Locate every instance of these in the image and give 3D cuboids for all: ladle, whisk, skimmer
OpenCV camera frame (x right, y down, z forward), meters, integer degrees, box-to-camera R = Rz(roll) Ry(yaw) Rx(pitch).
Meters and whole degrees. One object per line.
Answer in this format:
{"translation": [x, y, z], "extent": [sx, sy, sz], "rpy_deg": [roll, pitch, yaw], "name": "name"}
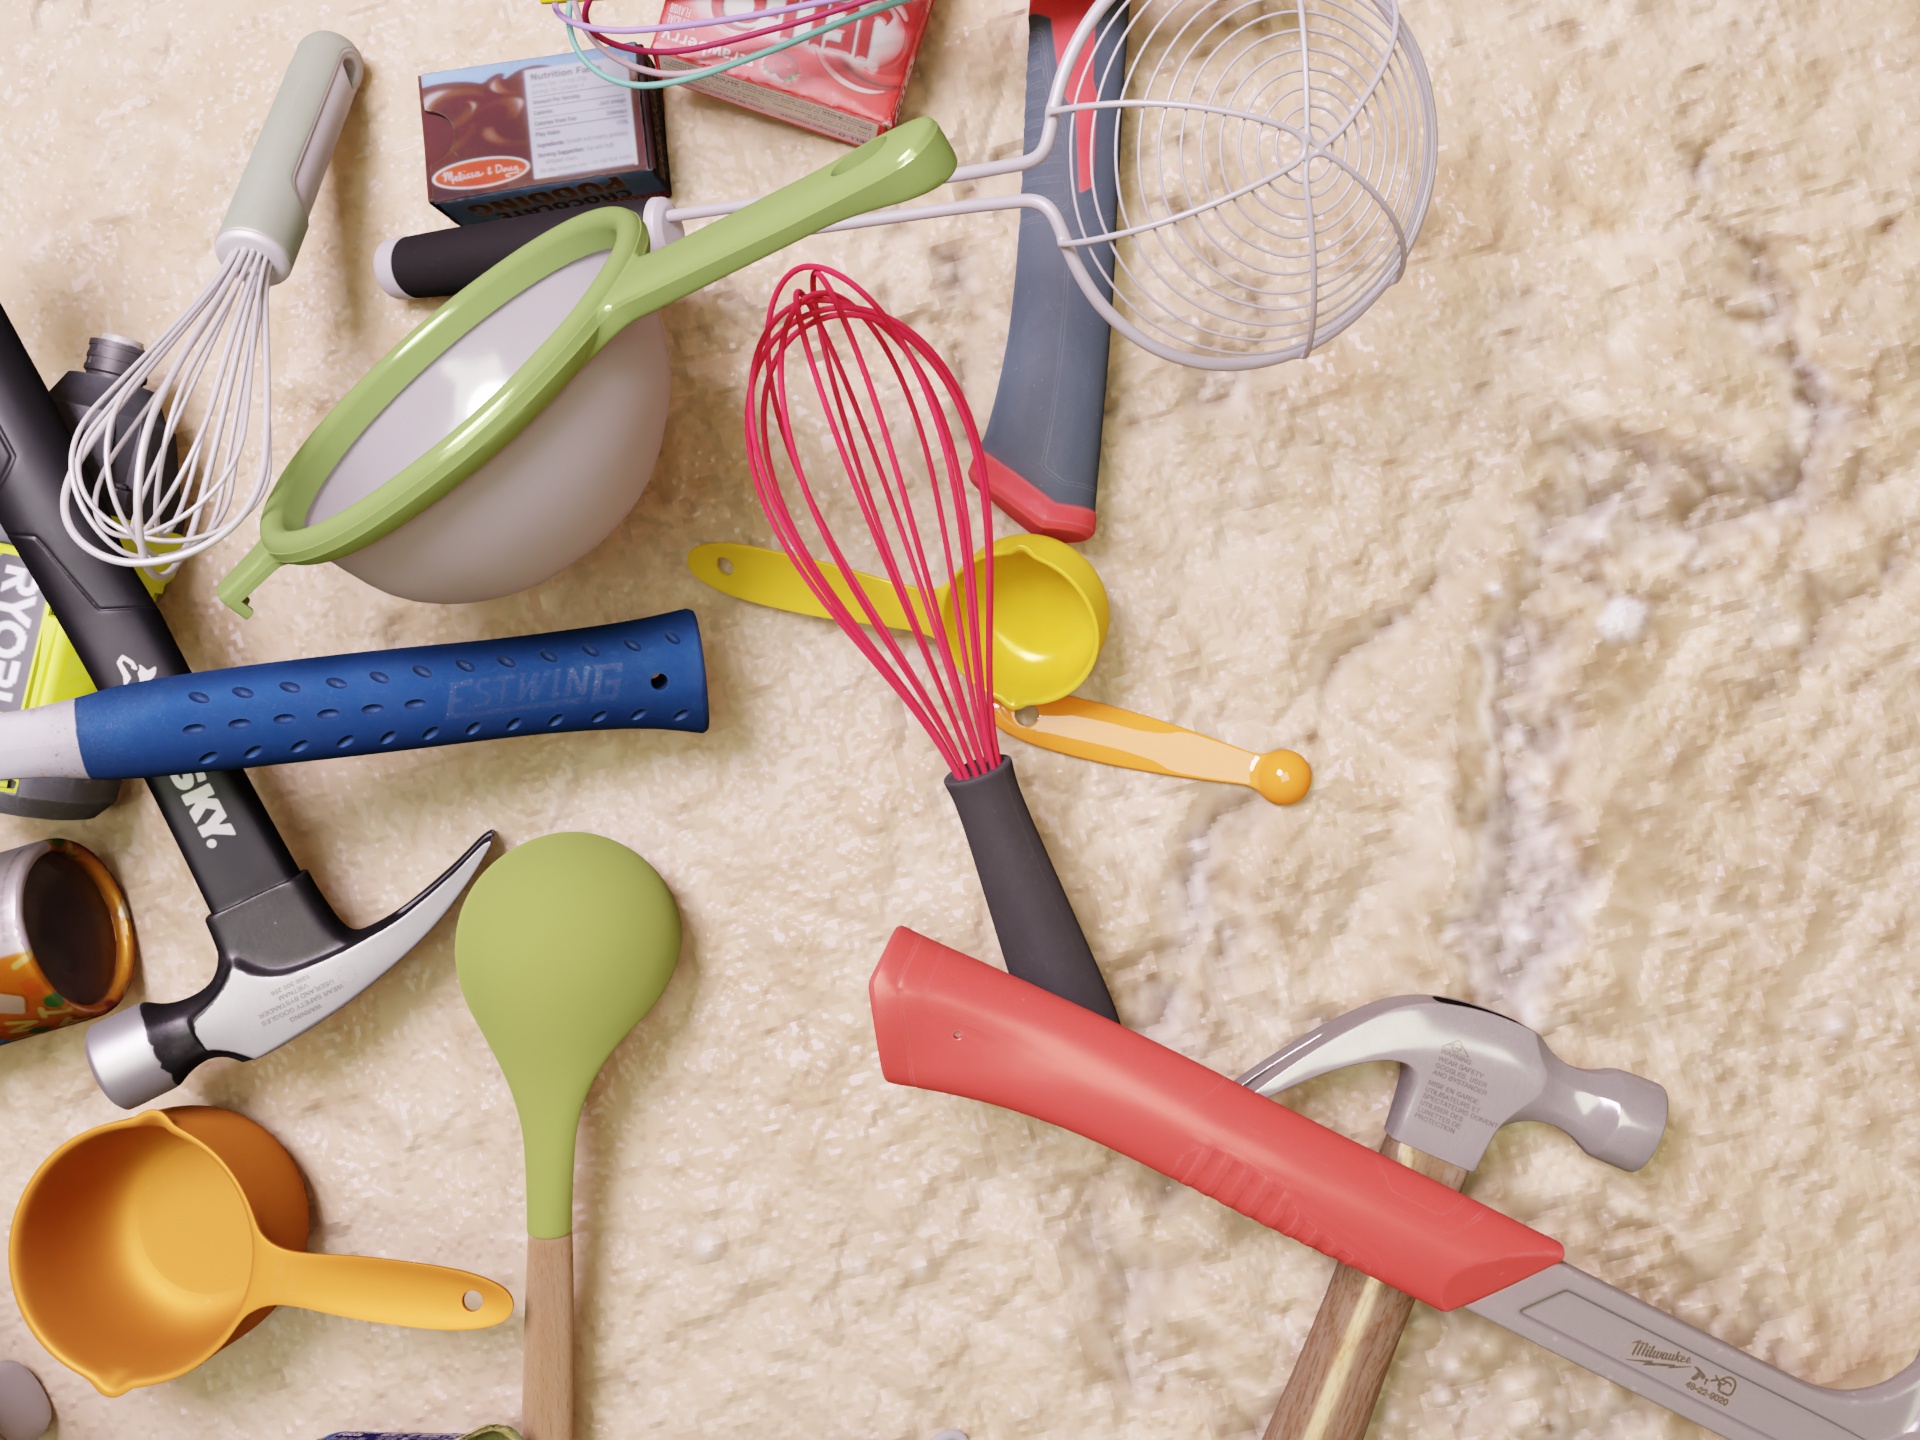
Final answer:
{"translation": [-0.139, 0.199, 0.554], "extent": [0.078, 0.062, 0.320], "rpy_deg": [2, 93, 4], "name": "ladle"}
{"translation": [-0.001, -0.002, 0.513], "extent": [0.073, 0.073, 0.295], "rpy_deg": [-19, 103, 3], "name": "whisk"}
{"translation": [-0.032, -0.172, 0.533], "extent": [0.363, 0.090, 0.127], "rpy_deg": [1, 110, 25], "name": "skimmer"}
{"translation": [-0.015, -0.246, 0.523], "extent": [0.245, 0.047, 0.051], "rpy_deg": [-6, 86, -2], "name": "whisk"}
{"translation": [-0.237, -0.149, 0.530], "extent": [0.059, 0.057, 0.247], "rpy_deg": [3, 58, -1], "name": "whisk"}

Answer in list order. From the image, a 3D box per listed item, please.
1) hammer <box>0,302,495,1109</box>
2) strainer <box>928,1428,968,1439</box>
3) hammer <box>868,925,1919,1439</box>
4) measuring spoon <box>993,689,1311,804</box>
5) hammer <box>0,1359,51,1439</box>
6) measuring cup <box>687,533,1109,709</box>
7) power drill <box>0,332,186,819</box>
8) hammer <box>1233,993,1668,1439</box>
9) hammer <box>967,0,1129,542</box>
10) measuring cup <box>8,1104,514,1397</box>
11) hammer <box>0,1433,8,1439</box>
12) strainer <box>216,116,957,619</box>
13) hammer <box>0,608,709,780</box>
{"translation": [-0.283, -0.049, 0.526], "extent": [0.146, 0.035, 0.334], "rpy_deg": [-26, 99, -13], "name": "hammer"}
{"translation": [-0.094, 0.335, 0.531], "extent": [0.258, 0.050, 0.086], "rpy_deg": [-40, 102, 2], "name": "strainer"}
{"translation": [0.139, 0.148, 0.494], "extent": [0.359, 0.036, 0.149], "rpy_deg": [26, 90, 2], "name": "hammer"}
{"translation": [0.065, 0.008, 0.556], "extent": [0.117, 0.011, 0.021], "rpy_deg": [14, 88, 5], "name": "measuring spoon"}
{"translation": [-0.460, 0.138, 0.581], "extent": [0.127, 0.034, 0.337], "rpy_deg": [-28, 85, 1], "name": "hammer"}
{"translation": [-0.022, -0.047, 0.560], "extent": [0.156, 0.029, 0.062], "rpy_deg": [13, 122, 18], "name": "measuring cup"}
{"translation": [-0.398, -0.070, 0.570], "extent": [0.223, 0.080, 0.171], "rpy_deg": [12, 88, 1], "name": "power drill"}
{"translation": [0.111, 0.248, 0.528], "extent": [0.130, 0.031, 0.331], "rpy_deg": [22, 89, 5], "name": "hammer"}
{"translation": [0.058, -0.255, 0.561], "extent": [0.143, 0.038, 0.386], "rpy_deg": [3, 87, 3], "name": "hammer"}
{"translation": [-0.232, 0.184, 0.551], "extent": [0.173, 0.052, 0.095], "rpy_deg": [7, 87, 3], "name": "measuring cup"}
{"translation": [-0.377, 0.211, 0.524], "extent": [0.411, 0.038, 0.146], "rpy_deg": [39, 96, 9], "name": "hammer"}
{"translation": [-0.096, -0.098, 0.471], "extent": [0.256, 0.069, 0.152], "rpy_deg": [-15, 41, 32], "name": "strainer"}
{"translation": [-0.284, 0.001, 0.492], "extent": [0.405, 0.035, 0.144], "rpy_deg": [-7, 95, -14], "name": "hammer"}
